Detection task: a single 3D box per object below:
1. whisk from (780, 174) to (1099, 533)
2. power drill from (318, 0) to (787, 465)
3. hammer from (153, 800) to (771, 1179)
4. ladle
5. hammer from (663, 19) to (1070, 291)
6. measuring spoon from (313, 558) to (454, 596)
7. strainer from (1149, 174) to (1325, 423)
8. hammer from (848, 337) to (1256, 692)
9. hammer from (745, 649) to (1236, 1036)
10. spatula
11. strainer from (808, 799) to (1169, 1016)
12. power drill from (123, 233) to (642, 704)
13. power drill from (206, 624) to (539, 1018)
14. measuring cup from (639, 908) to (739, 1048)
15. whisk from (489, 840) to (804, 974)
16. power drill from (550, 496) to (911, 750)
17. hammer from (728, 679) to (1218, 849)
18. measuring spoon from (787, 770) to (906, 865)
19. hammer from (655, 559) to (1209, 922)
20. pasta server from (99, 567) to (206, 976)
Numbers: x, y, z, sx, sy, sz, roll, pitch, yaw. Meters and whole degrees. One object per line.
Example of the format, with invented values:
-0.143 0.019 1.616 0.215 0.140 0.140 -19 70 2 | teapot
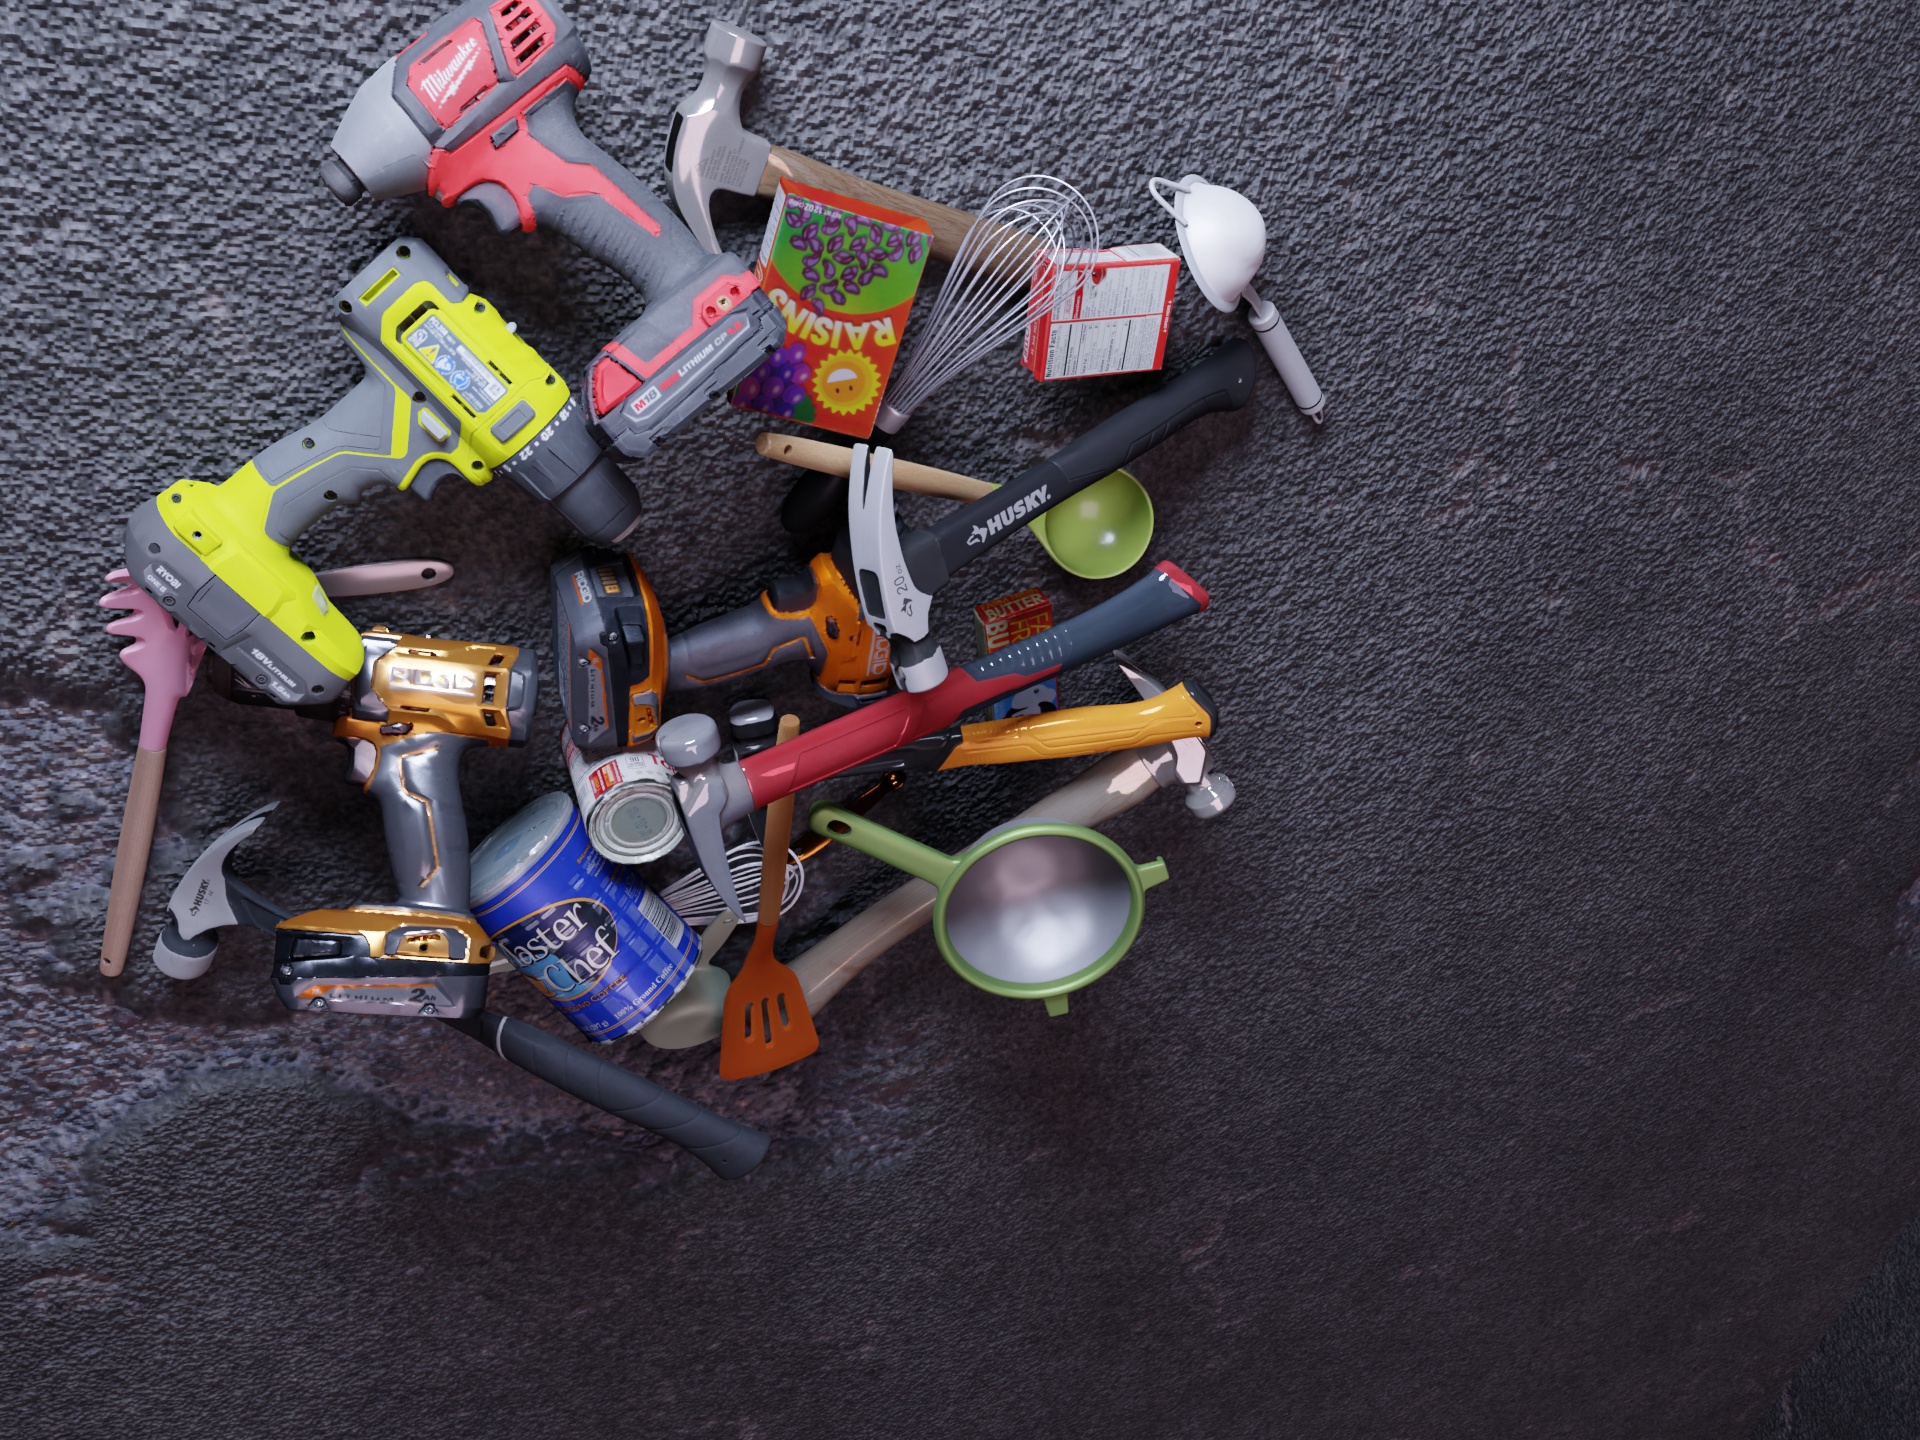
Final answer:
-0.022 -0.204 0.943 0.070 0.070 0.284 20 131 -35 | whisk
-0.202 -0.242 0.797 0.143 0.078 0.219 -41 106 -7 | power drill
-0.308 0.191 1.024 0.409 0.036 0.149 29 119 -9 | hammer
0.007 -0.141 0.982 0.320 0.062 0.078 4 105 -48 | ladle
-0.015 -0.285 0.932 0.331 0.031 0.130 10 119 -31 | hammer
-0.361 -0.078 0.933 0.124 0.018 0.034 -10 128 -19 | measuring spoon
0.195 -0.268 1.027 0.050 0.087 0.258 -7 152 29 | strainer
0.068 -0.160 0.985 0.335 0.035 0.146 -35 123 -28 | hammer
-0.003 0.109 1.193 0.410 0.038 0.146 -33 111 10 | hammer
-0.128 0.128 1.113 0.081 0.041 0.322 -13 134 -26 | spatula
0.007 0.101 1.126 0.256 0.069 0.151 25 113 -18 | strainer
-0.306 -0.118 0.860 0.228 0.080 0.190 -42 115 2 | power drill
-0.352 0.056 0.934 0.185 0.084 0.226 7 80 -17 | power drill
-0.190 0.193 1.172 0.083 0.038 0.167 0 144 -30 | measuring cup
-0.233 0.141 1.147 0.246 0.058 0.059 -15 95 -11 | whisk
-0.135 -0.067 0.993 0.226 0.084 0.164 -10 142 -21 | power drill
0.013 0.024 1.117 0.337 0.034 0.127 -8 121 -2 | hammer
-0.088 0.070 1.183 0.117 0.011 0.021 -38 132 10 | measuring spoon
-0.002 -0.003 1.044 0.386 0.038 0.143 -24 124 -19 | hammer
-0.491 0.039 0.947 0.060 0.040 0.316 27 118 3 | pasta server
